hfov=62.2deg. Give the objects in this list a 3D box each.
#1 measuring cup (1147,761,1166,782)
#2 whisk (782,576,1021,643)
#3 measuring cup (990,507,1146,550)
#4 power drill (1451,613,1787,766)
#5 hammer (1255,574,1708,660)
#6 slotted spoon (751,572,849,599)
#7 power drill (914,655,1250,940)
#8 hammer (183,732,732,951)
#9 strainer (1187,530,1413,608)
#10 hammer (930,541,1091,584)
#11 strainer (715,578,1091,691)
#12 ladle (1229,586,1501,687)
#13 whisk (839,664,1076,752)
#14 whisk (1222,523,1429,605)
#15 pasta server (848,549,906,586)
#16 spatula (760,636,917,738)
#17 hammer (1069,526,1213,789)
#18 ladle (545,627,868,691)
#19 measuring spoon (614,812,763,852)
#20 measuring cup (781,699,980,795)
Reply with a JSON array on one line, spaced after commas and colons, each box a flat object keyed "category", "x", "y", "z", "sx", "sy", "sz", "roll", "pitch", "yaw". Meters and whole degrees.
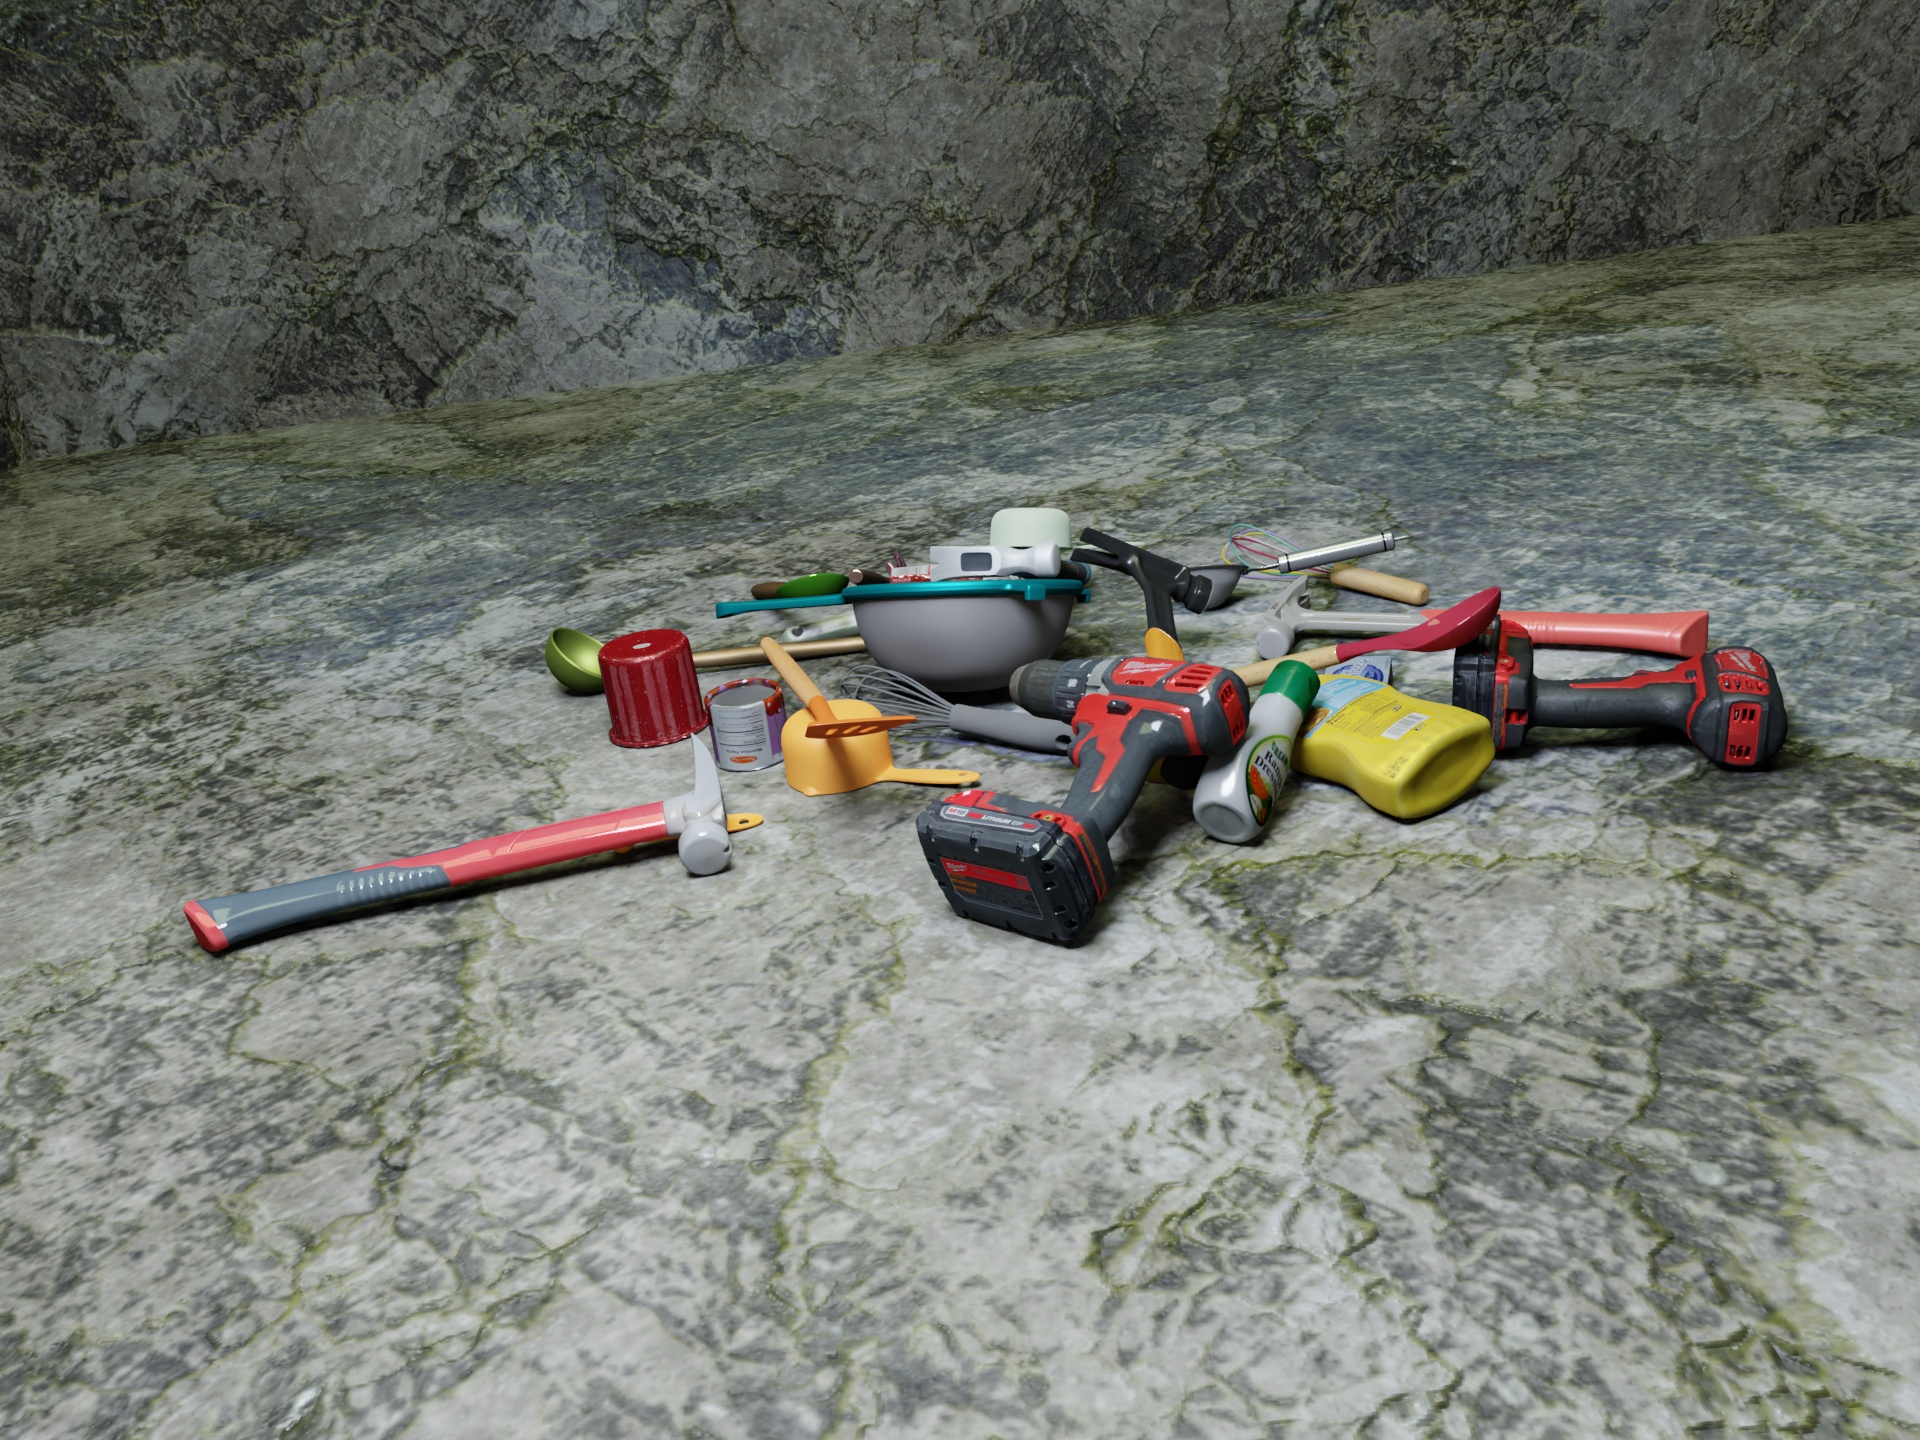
[{"category": "measuring cup", "x": 0.148, "y": 0.005, "z": 1.252, "sx": 0.062, "sy": 0.029, "sz": 0.157, "roll": -12, "pitch": 25, "yaw": -10}, {"category": "whisk", "x": -0.057, "y": -0.109, "z": 1.581, "sx": 0.246, "sy": 0.059, "sz": 0.058, "roll": -15, "pitch": 50, "yaw": -6}, {"category": "measuring cup", "x": 0.105, "y": -0.180, "z": 1.499, "sx": 0.167, "sy": 0.038, "sz": 0.083, "roll": -4, "pitch": 5, "yaw": -28}, {"category": "power drill", "x": 0.476, "y": -0.024, "z": 1.160, "sx": 0.220, "sy": 0.078, "sz": 0.143, "roll": 4, "pitch": 25, "yaw": 20}, {"category": "hammer", "x": 0.444, "y": -0.085, "z": 1.365, "sx": 0.359, "sy": 0.036, "sz": 0.149, "roll": 4, "pitch": 25, "yaw": 27}, {"category": "slotted spoon", "x": -0.176, "y": -0.131, "z": 1.612, "sx": 0.070, "sy": 0.031, "sz": 0.314, "roll": -7, "pitch": 6, "yaw": -18}, {"category": "power drill", "x": 0.067, "y": 0.033, "z": 1.072, "sx": 0.188, "sy": 0.080, "sz": 0.227, "roll": 9, "pitch": 43, "yaw": 41}, {"category": "hammer", "x": -0.366, "y": 0.096, "z": 1.172, "sx": 0.386, "sy": 0.038, "sz": 0.143, "roll": -12, "pitch": 34, "yaw": -7}, {"category": "strainer", "x": 0.300, "y": -0.145, "z": 1.512, "sx": 0.258, "sy": 0.050, "sz": 0.087, "roll": -12, "pitch": -6, "yaw": 13}, {"category": "hammer", "x": 0.067, "y": -0.143, "z": 1.492, "sx": 0.128, "sy": 0.033, "sz": 0.331, "roll": 0, "pitch": 3, "yaw": 18}, {"category": "strainer", "x": -0.058, "y": -0.071, "z": 1.407, "sx": 0.340, "sy": 0.095, "sz": 0.211, "roll": -2, "pitch": 3, "yaw": 17}, {"category": "ladle", "x": 0.268, "y": -0.046, "z": 1.225, "sx": 0.315, "sy": 0.031, "sz": 0.069, "roll": -15, "pitch": 16, "yaw": 39}, {"category": "whisk", "x": -0.002, "y": -0.005, "z": 1.308, "sx": 0.239, "sy": 0.055, "sz": 0.055, "roll": 11, "pitch": 29, "yaw": 29}, {"category": "whisk", "x": 0.351, "y": -0.151, "z": 1.550, "sx": 0.047, "sy": 0.051, "sz": 0.245, "roll": -17, "pitch": 26, "yaw": -35}, {"category": "pasta server", "x": -0.086, "y": -0.139, "z": 1.551, "sx": 0.060, "sy": 0.040, "sz": 0.316, "roll": -43, "pitch": -1, "yaw": 5}, {"category": "spatula", "x": -0.120, "y": -0.029, "z": 1.275, "sx": 0.081, "sy": 0.041, "sz": 0.323, "roll": -4, "pitch": 19, "yaw": -19}, {"category": "hammer", "x": 0.154, "y": -0.052, "z": 1.248, "sx": 0.127, "sy": 0.034, "sz": 0.337, "roll": 21, "pitch": 29, "yaw": -10}, {"category": "ladle", "x": -0.239, "y": -0.071, "z": 1.537, "sx": 0.320, "sy": 0.062, "sz": 0.078, "roll": -6, "pitch": 25, "yaw": -2}, {"category": "measuring spoon", "x": -0.207, "y": 0.086, "z": 1.207, "sx": 0.117, "sy": 0.011, "sz": 0.021, "roll": -9, "pitch": 33, "yaw": -11}, {"category": "measuring cup", "x": -0.064, "y": 0.020, "z": 1.257, "sx": 0.174, "sy": 0.052, "sz": 0.095, "roll": 3, "pitch": 25, "yaw": 30}]
